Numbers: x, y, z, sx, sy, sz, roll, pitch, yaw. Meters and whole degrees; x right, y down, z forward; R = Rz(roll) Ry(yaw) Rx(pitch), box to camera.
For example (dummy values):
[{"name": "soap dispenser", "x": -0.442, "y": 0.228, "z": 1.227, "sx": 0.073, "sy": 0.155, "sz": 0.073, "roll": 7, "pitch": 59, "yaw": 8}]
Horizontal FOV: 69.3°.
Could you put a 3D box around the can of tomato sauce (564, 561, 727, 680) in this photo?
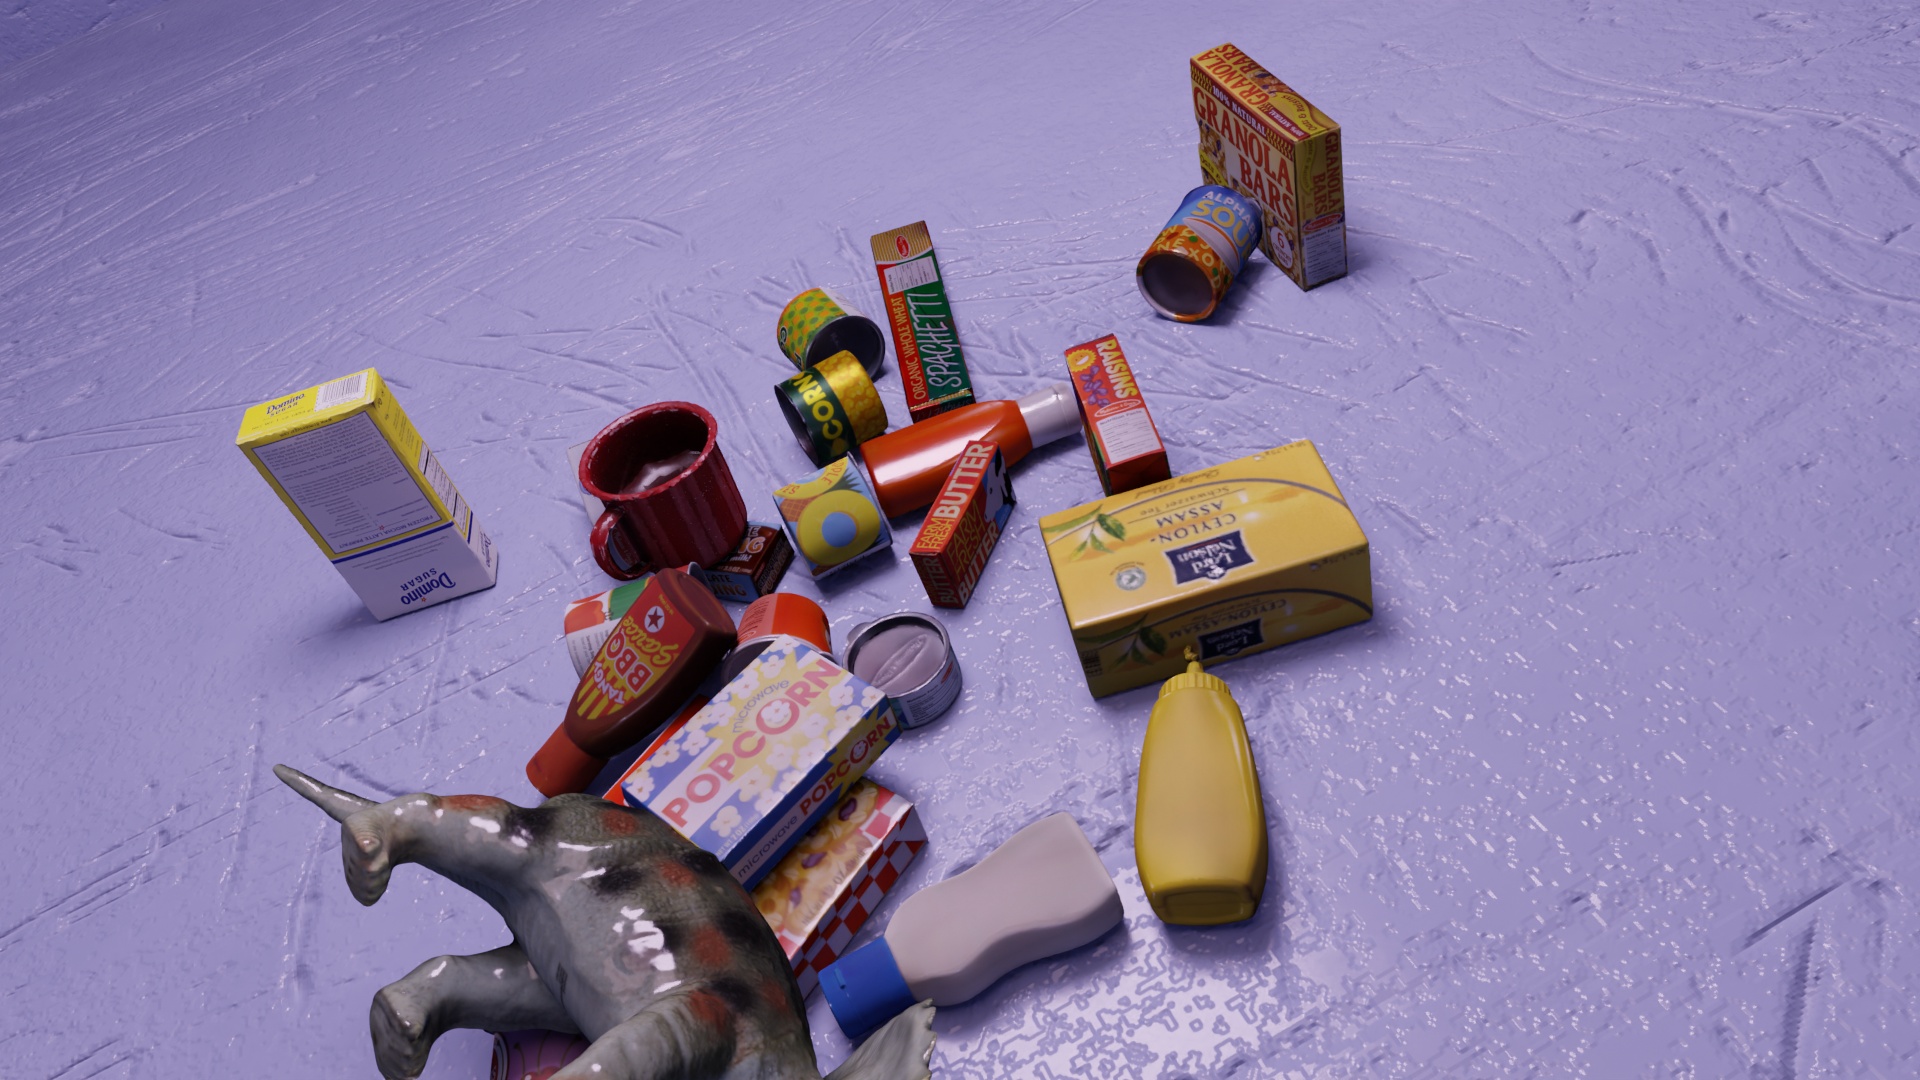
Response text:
[{"name": "can of tomato sauce", "x": -0.198, "y": 0.057, "z": 0.879, "sx": 0.083, "sy": 0.071, "sz": 0.071, "roll": -18, "pitch": 43, "yaw": 2}]

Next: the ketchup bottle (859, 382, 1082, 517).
[{"name": "ketchup bottle", "x": 0.008, "y": -0.067, "z": 0.950, "sx": 0.149, "sy": 0.043, "sz": 0.065, "roll": -21, "pitch": 39, "yaw": -3}]

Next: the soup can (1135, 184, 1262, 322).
[{"name": "soup can", "x": 0.177, "y": -0.212, "z": 1.022, "sx": 0.071, "sy": 0.071, "sz": 0.084, "roll": 14, "pitch": 52, "yaw": 30}]

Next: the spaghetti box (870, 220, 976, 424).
[{"name": "spaghetti box", "x": -0.031, "y": -0.171, "z": 1.081, "sx": 0.050, "sy": 0.028, "sz": 0.251, "roll": -16, "pitch": 43, "yaw": 3}]

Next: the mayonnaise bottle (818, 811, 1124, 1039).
[{"name": "mayonnaise bottle", "x": 0.003, "y": 0.194, "z": 0.687, "sx": 0.148, "sy": 0.041, "sz": 0.065, "roll": -27, "pitch": 42, "yaw": -7}]

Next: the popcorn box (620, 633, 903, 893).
[{"name": "popcorn box", "x": -0.106, "y": 0.117, "z": 0.744, "sx": 0.085, "sy": 0.038, "sz": 0.127, "roll": 25, "pitch": 57, "yaw": 36}]

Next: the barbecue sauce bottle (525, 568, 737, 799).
[{"name": "barbecue sauce bottle", "x": -0.197, "y": 0.090, "z": 0.819, "sx": 0.148, "sy": 0.043, "sz": 0.065, "roll": -49, "pitch": 56, "yaw": 8}]

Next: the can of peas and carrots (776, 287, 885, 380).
[{"name": "can of peas and carrots", "x": -0.101, "y": -0.150, "z": 1.058, "sx": 0.071, "sy": 0.070, "sz": 0.059, "roll": -31, "pitch": 43, "yaw": -13}]

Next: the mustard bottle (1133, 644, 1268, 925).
[{"name": "mustard bottle", "x": 0.123, "y": 0.118, "z": 0.717, "sx": 0.065, "sy": 0.048, "sz": 0.161, "roll": -5, "pitch": 44, "yaw": 14}]

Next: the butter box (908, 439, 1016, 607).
[{"name": "butter box", "x": 0.003, "y": -0.011, "z": 0.888, "sx": 0.024, "sy": 0.053, "sz": 0.104, "roll": 5, "pitch": 48, "yaw": 27}]

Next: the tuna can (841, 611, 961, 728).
[{"name": "tuna can", "x": -0.036, "y": 0.076, "z": 0.826, "sx": 0.071, "sy": 0.032, "sz": 0.071, "roll": -10, "pitch": 43, "yaw": 9}]

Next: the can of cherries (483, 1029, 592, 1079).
[{"name": "can of cherries", "x": -0.195, "y": 0.258, "z": 0.669, "sx": 0.071, "sy": 0.071, "sz": 0.059, "roll": -16, "pitch": 44, "yaw": 3}]

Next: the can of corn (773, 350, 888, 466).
[{"name": "can of corn", "x": -0.092, "y": -0.096, "z": 0.995, "sx": 0.058, "sy": 0.070, "sz": 0.071, "roll": -30, "pitch": 44, "yaw": -12}]

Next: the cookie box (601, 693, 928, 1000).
[{"name": "cookie box", "x": -0.121, "y": 0.167, "z": 0.759, "sx": 0.167, "sy": 0.040, "sz": 0.123, "roll": 20, "pitch": 55, "yaw": 33}]

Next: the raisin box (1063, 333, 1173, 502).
[{"name": "raisin box", "x": 0.103, "y": -0.060, "z": 0.879, "sx": 0.040, "sy": 0.085, "sz": 0.124, "roll": -18, "pitch": 43, "yaw": 4}]

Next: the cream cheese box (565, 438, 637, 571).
[{"name": "cream cheese box", "x": -0.251, "y": -0.023, "z": 0.987, "sx": 0.024, "sy": 0.053, "sz": 0.104, "roll": -25, "pitch": 43, "yaw": -9}]

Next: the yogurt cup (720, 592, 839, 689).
[{"name": "yogurt cup", "x": -0.108, "y": 0.068, "z": 0.838, "sx": 0.072, "sy": 0.072, "sz": 0.054, "roll": -12, "pitch": 35, "yaw": 7}]

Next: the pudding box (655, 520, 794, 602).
[{"name": "pudding box", "x": -0.160, "y": 0.012, "z": 0.938, "sx": 0.084, "sy": 0.030, "sz": 0.050, "roll": 6, "pitch": 47, "yaw": 24}]

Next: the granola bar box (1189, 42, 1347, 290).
[{"name": "granola bar box", "x": 0.227, "y": -0.280, "z": 1.035, "sx": 0.039, "sy": 0.123, "sz": 0.166, "roll": -22, "pitch": 43, "yaw": -5}]

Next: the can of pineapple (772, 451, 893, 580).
[{"name": "can of pineapple", "x": -0.085, "y": -0.016, "z": 0.912, "sx": 0.058, "sy": 0.070, "sz": 0.071, "roll": -27, "pitch": 43, "yaw": -8}]
